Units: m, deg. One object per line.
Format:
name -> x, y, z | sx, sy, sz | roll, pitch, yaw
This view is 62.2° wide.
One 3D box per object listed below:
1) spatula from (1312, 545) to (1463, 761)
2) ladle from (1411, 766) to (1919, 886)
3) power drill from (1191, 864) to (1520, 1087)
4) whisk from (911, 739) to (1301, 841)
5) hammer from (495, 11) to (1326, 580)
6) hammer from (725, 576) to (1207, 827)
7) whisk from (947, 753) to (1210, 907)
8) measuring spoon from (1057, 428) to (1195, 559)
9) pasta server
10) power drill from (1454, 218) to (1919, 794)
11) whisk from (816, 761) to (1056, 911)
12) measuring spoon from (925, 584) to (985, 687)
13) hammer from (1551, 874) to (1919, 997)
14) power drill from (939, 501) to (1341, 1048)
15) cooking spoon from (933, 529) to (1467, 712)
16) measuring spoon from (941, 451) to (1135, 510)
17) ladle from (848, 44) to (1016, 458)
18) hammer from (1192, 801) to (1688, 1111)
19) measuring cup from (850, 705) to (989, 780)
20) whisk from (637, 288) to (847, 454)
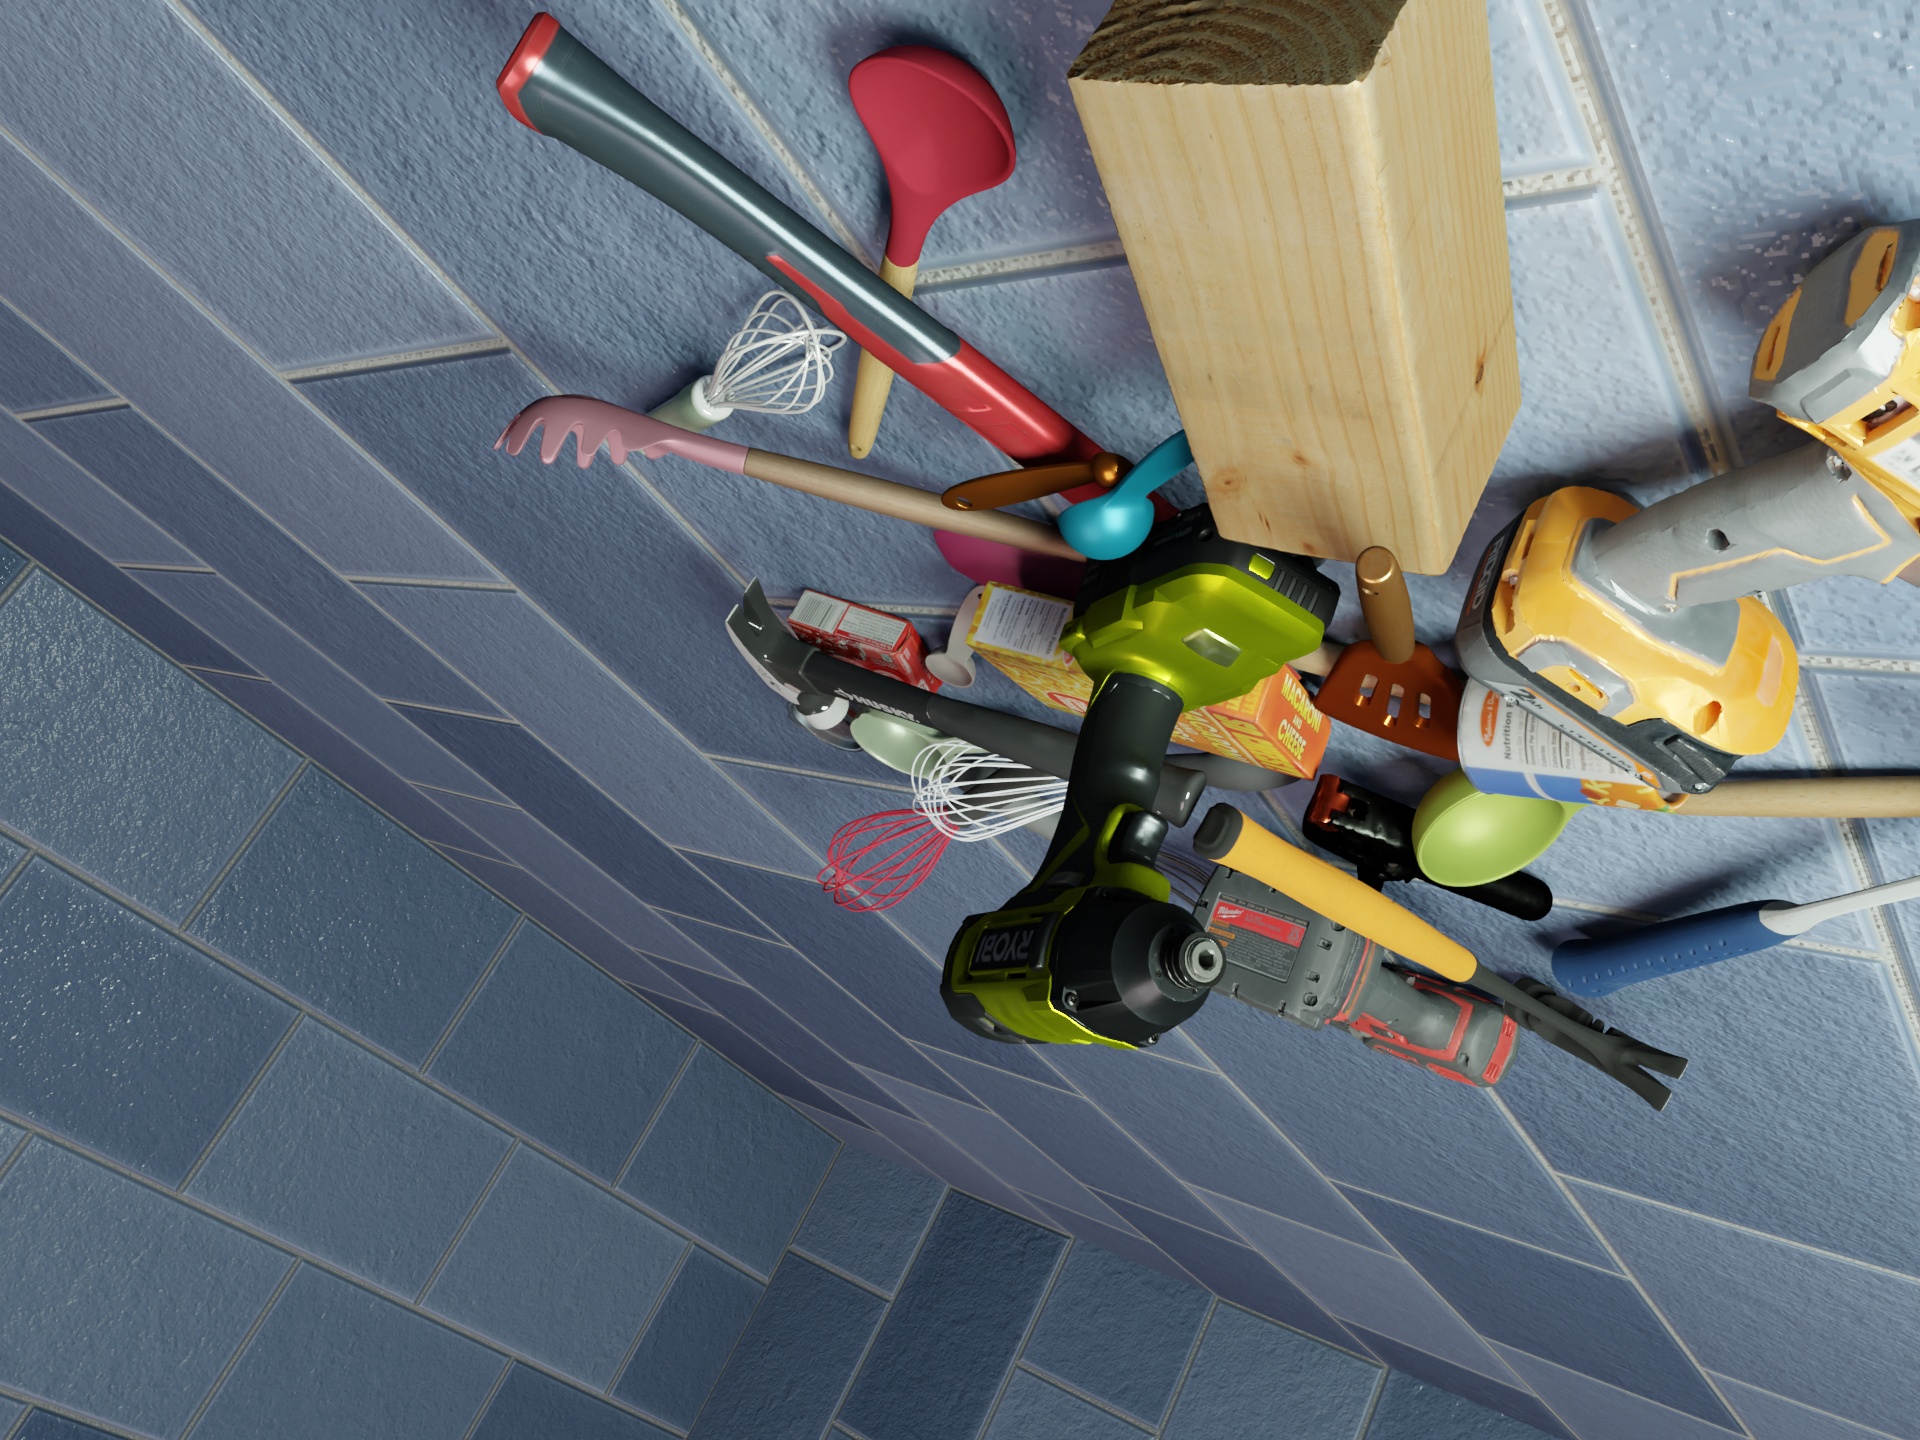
spatula -> 0.176, -0.025, 0.657 | 0.081, 0.041, 0.322 | 22, -179, 18
ladle -> 0.347, 0.046, 0.715 | 0.078, 0.062, 0.320 | 27, 160, -35
power drill -> 0.242, 0.171, 1.060 | 0.226, 0.080, 0.188 | 29, 171, -38
whisk -> 0.083, 0.034, 0.980 | 0.285, 0.070, 0.070 | -7, 140, 36
hammer -> -0.010, -0.160, 0.663 | 0.386, 0.038, 0.143 | 32, 159, -28
hammer -> -0.002, -0.003, 0.954 | 0.335, 0.035, 0.146 | 19, 160, 35
whisk -> 0.087, 0.087, 1.145 | 0.239, 0.055, 0.055 | 30, 159, 10
measuring spoon -> 0.076, -0.089, 0.644 | 0.042, 0.021, 0.128 | -3, 169, -18
pasta server -> -0.087, -0.121, 0.833 | 0.316, 0.040, 0.060 | 15, -175, 3
power drill -> 0.301, -0.048, 0.536 | 0.185, 0.084, 0.226 | 30, 154, -5
whisk -> -0.012, 0.073, 1.141 | 0.073, 0.073, 0.296 | 37, 138, -19
measuring spoon -> 0.006, -0.056, 0.977 | 0.034, 0.018, 0.124 | 28, 152, 0
hammer -> 0.397, 0.092, 0.740 | 0.144, 0.035, 0.405 | 6, 164, -5
power drill -> 0.079, 0.029, 0.676 | 0.080, 0.223, 0.171 | 28, 159, -19
cooking spoon -> 0.122, -0.051, 0.828 | 0.319, 0.017, 0.068 | 18, 159, 27
measuring spoon -> 0.031, -0.101, 0.701 | 0.117, 0.011, 0.021 | -3, 149, 48
ladle -> -0.028, -0.190, 0.701 | 0.069, 0.031, 0.315 | 27, 160, -1
hammer -> 0.266, 0.130, 0.902 | 0.336, 0.034, 0.127 | 28, -178, -26
measuring cup -> -0.004, 0.003, 1.089 | 0.168, 0.038, 0.083 | -4, 142, 44
whisk -> -0.129, -0.174, 0.845 | 0.246, 0.058, 0.059 | -5, 106, 60
